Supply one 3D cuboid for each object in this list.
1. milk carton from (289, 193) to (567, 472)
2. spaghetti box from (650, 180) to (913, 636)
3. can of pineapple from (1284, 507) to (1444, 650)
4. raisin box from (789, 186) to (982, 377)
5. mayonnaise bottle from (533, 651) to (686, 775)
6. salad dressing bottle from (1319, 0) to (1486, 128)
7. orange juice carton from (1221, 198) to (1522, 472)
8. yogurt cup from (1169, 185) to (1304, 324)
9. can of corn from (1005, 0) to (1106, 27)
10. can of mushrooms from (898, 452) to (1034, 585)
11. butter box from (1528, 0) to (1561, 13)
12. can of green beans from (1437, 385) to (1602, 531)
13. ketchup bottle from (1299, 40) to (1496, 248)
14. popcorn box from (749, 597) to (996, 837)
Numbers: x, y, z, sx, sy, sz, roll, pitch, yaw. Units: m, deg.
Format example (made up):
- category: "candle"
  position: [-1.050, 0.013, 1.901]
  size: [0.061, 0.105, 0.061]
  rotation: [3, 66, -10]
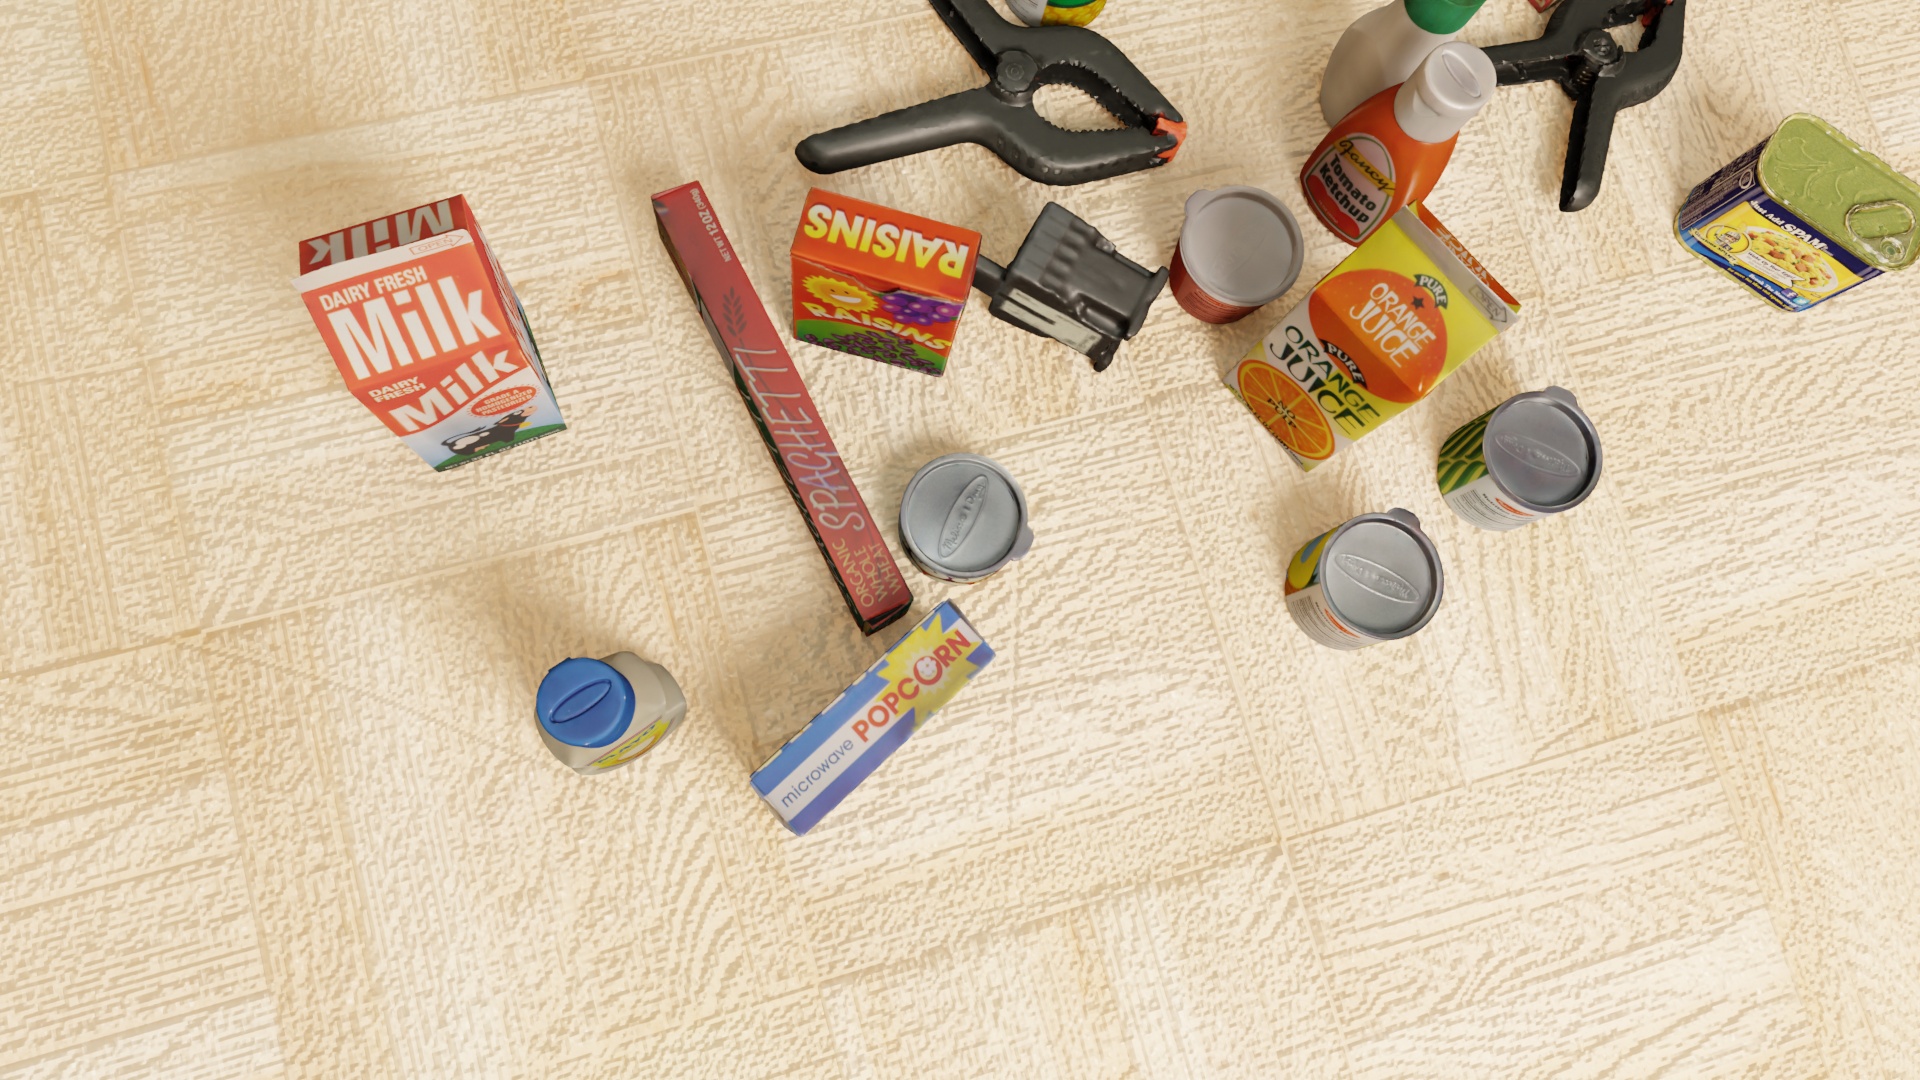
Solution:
- category: "milk carton"
  position: [-0.239, -0.095, 0.636]
  size: [0.072, 0.190, 0.073]
  rotation: [-21, 83, -10]
- category: "spaghetti box"
  position: [-0.093, -0.067, 0.719]
  size: [0.029, 0.050, 0.250]
  rotation: [-26, 83, -10]
- category: "can of pineapple"
  position: [0.213, 0.022, 0.733]
  size: [0.071, 0.057, 0.071]
  rotation: [1, 79, -6]
- category: "raisin box"
  position: [-0.040, -0.126, 0.699]
  size: [0.086, 0.123, 0.040]
  rotation: [15, 78, -3]
- category: "mayonnaise bottle"
  position: [-0.162, 0.078, 0.632]
  size: [0.065, 0.148, 0.041]
  rotation: [-33, 85, -11]
- category: "salad dressing bottle"
  position: [0.240, -0.268, 0.746]
  size: [0.044, 0.147, 0.064]
  rotation: [-21, 83, -10]
- category: "orange juice carton"
  position: [0.204, -0.102, 0.687]
  size: [0.073, 0.192, 0.072]
  rotation: [-41, 86, -12]
- category: "yogurt cup"
  position: [0.147, -0.153, 0.761]
  size: [0.072, 0.054, 0.072]
  rotation: [1, 79, -6]
- category: "can of corn"
  position: [0.060, -0.331, 0.783]
  size: [0.071, 0.058, 0.071]
  rotation: [1, 79, -6]
- category: "can of mushrooms"
  position: [0.003, -0.009, 0.727]
  size: [0.071, 0.033, 0.071]
  rotation: [1, 79, -6]
- category: "butter box"
  position: [0.388, -0.360, 0.829]
  size: [0.104, 0.053, 0.024]
  rotation: [-34, 85, -11]
- category: "can of green beans"
  position: [0.302, -0.042, 0.755]
  size: [0.071, 0.057, 0.071]
  rotation: [1, 79, -6]
- category: "ketchup bottle"
  position: [0.231, -0.210, 0.733]
  size: [0.043, 0.148, 0.065]
  rotation: [-37, 85, -11]
- category: "popcorn box"
  position: [-0.044, 0.087, 0.676]
  size: [0.127, 0.085, 0.038]
  rotation: [-42, 87, -12]
